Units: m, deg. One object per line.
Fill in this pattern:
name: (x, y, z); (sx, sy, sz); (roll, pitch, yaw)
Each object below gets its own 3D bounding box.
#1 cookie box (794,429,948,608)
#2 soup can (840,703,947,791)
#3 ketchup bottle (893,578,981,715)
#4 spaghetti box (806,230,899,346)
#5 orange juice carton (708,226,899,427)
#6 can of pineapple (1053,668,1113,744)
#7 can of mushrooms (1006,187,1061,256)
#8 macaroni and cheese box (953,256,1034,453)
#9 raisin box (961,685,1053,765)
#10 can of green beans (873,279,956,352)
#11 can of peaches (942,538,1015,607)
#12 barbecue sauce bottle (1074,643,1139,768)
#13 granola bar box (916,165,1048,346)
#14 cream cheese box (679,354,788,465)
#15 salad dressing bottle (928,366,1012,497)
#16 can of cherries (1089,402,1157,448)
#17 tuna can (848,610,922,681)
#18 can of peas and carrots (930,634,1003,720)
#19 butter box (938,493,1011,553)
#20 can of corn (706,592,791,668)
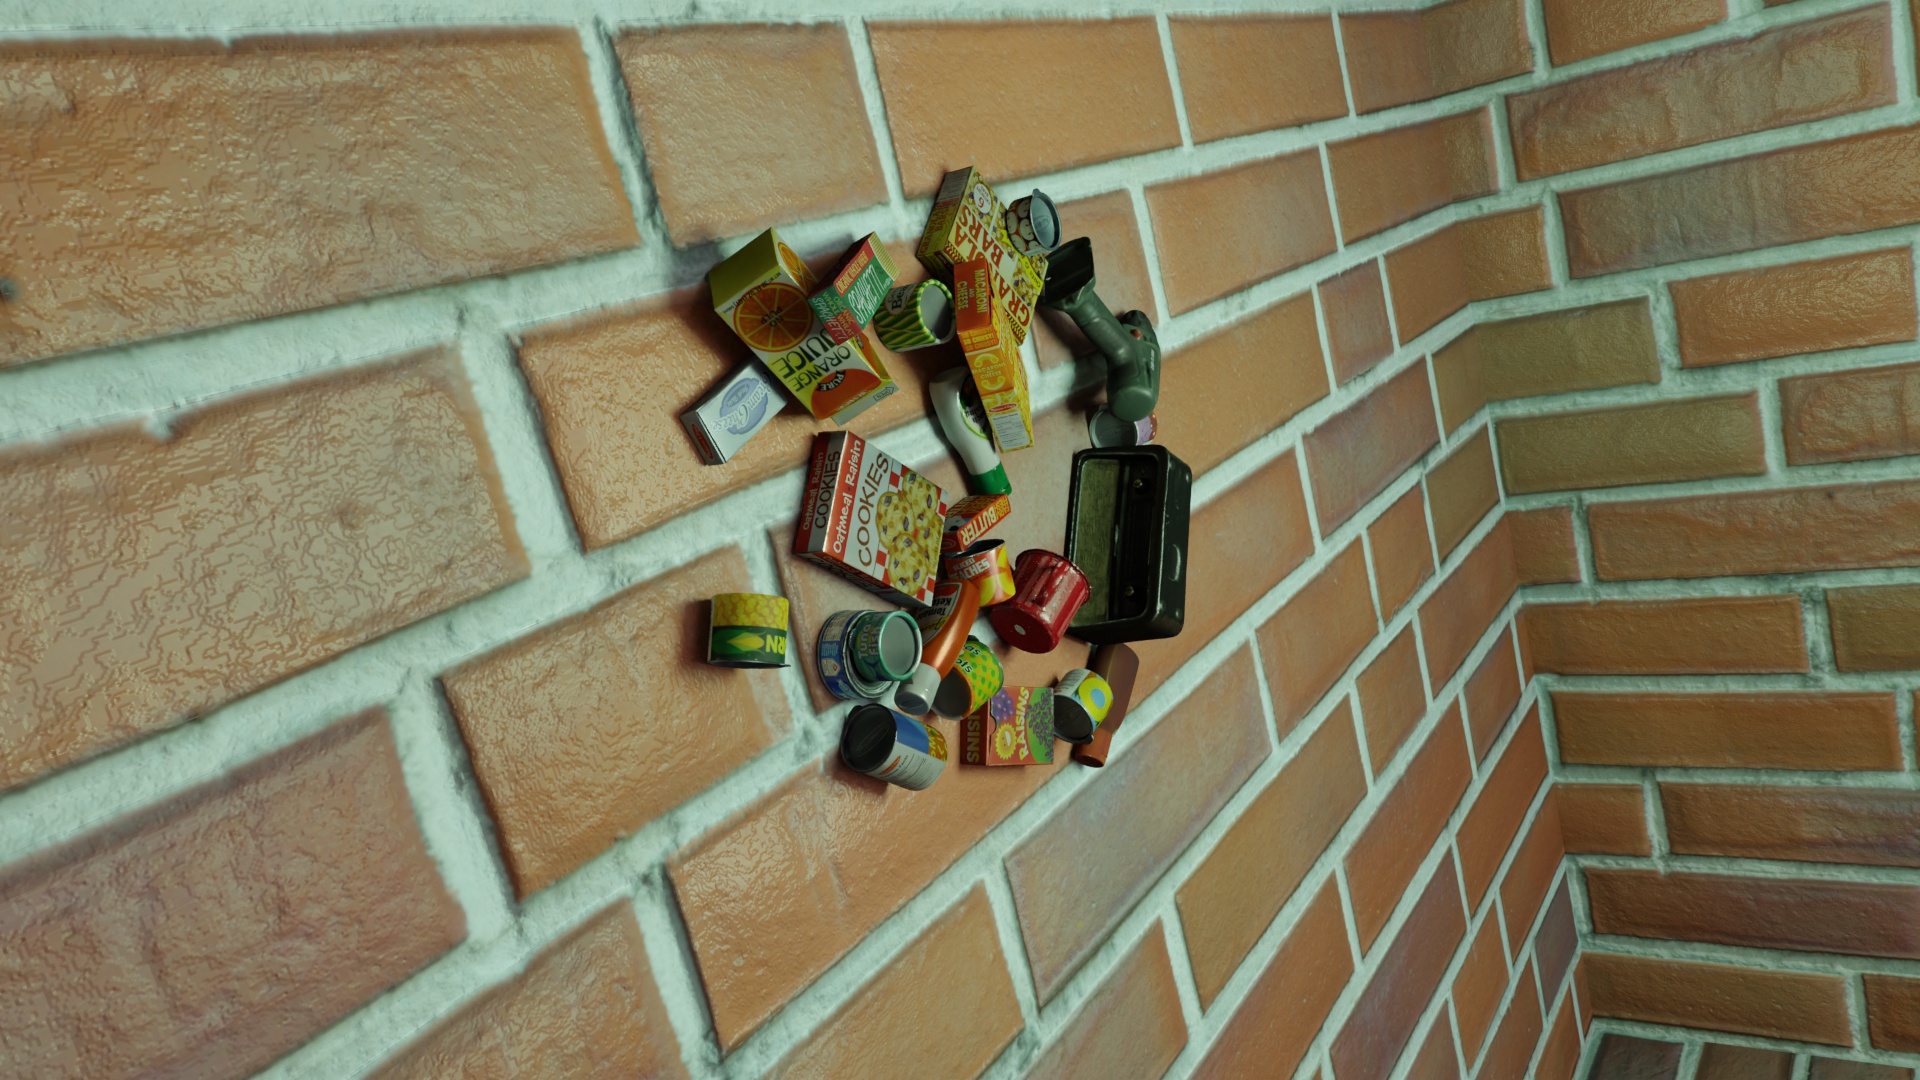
cookie box: (-0.083, -0.018, 1.342); (0.167, 0.040, 0.123); (31, 62, -48)
soup can: (-0.063, 0.195, 1.320); (0.083, 0.071, 0.071); (32, 61, -48)
ketchup bottle: (-0.026, 0.105, 1.365); (0.043, 0.064, 0.149); (53, 38, -30)
spaghetti box: (-0.094, -0.234, 1.268); (0.050, 0.028, 0.251); (57, 16, -17)
orange juice carton: (-0.136, -0.179, 1.244); (0.192, 0.071, 0.073); (47, 16, -39)
can of pineapple: (0.134, 0.189, 1.580); (0.058, 0.071, 0.070); (-44, 120, -47)
can of mushrooms: (0.082, -0.354, 1.547); (0.071, 0.033, 0.071); (16, 70, -52)
macaroni and cheese box: (0.036, -0.194, 1.458); (0.124, 0.040, 0.165); (-92, 165, -46)
raisin box: (0.052, 0.199, 1.493); (0.123, 0.040, 0.086); (11, 77, -51)
can of green beans: (-0.045, -0.227, 1.404); (0.071, 0.058, 0.071); (10, 77, -52)
can of peaches: (0.019, 0.035, 1.448); (0.071, 0.071, 0.058); (-27, 108, -51)
barbecue sauce bottle: (0.172, 0.196, 1.650); (0.064, 0.043, 0.149); (46, 52, -40)
granola bar box: (0.028, -0.309, 1.529); (0.165, 0.039, 0.125); (44, 52, -41)
cream cheese box: (-0.197, -0.116, 1.216); (0.104, 0.024, 0.053); (-53, 126, -42)
salad dressing bottle: (0.013, -0.110, 1.478); (0.064, 0.044, 0.147); (-51, 125, -50)
can of cherries: (0.202, -0.142, 1.714); (0.058, 0.071, 0.071); (-27, 107, -52)
tuna can: (-0.069, 0.098, 1.291); (0.071, 0.033, 0.071); (10, 78, -53)
can of peas and carrots: (0.001, 0.139, 1.410); (0.059, 0.071, 0.070); (-31, 111, -50)
butter box: (0.005, -0.018, 1.448); (0.104, 0.053, 0.024); (-38, 118, -48)
can of corn: (-0.177, 0.077, 1.177); (0.071, 0.071, 0.058); (16, 73, -51)
